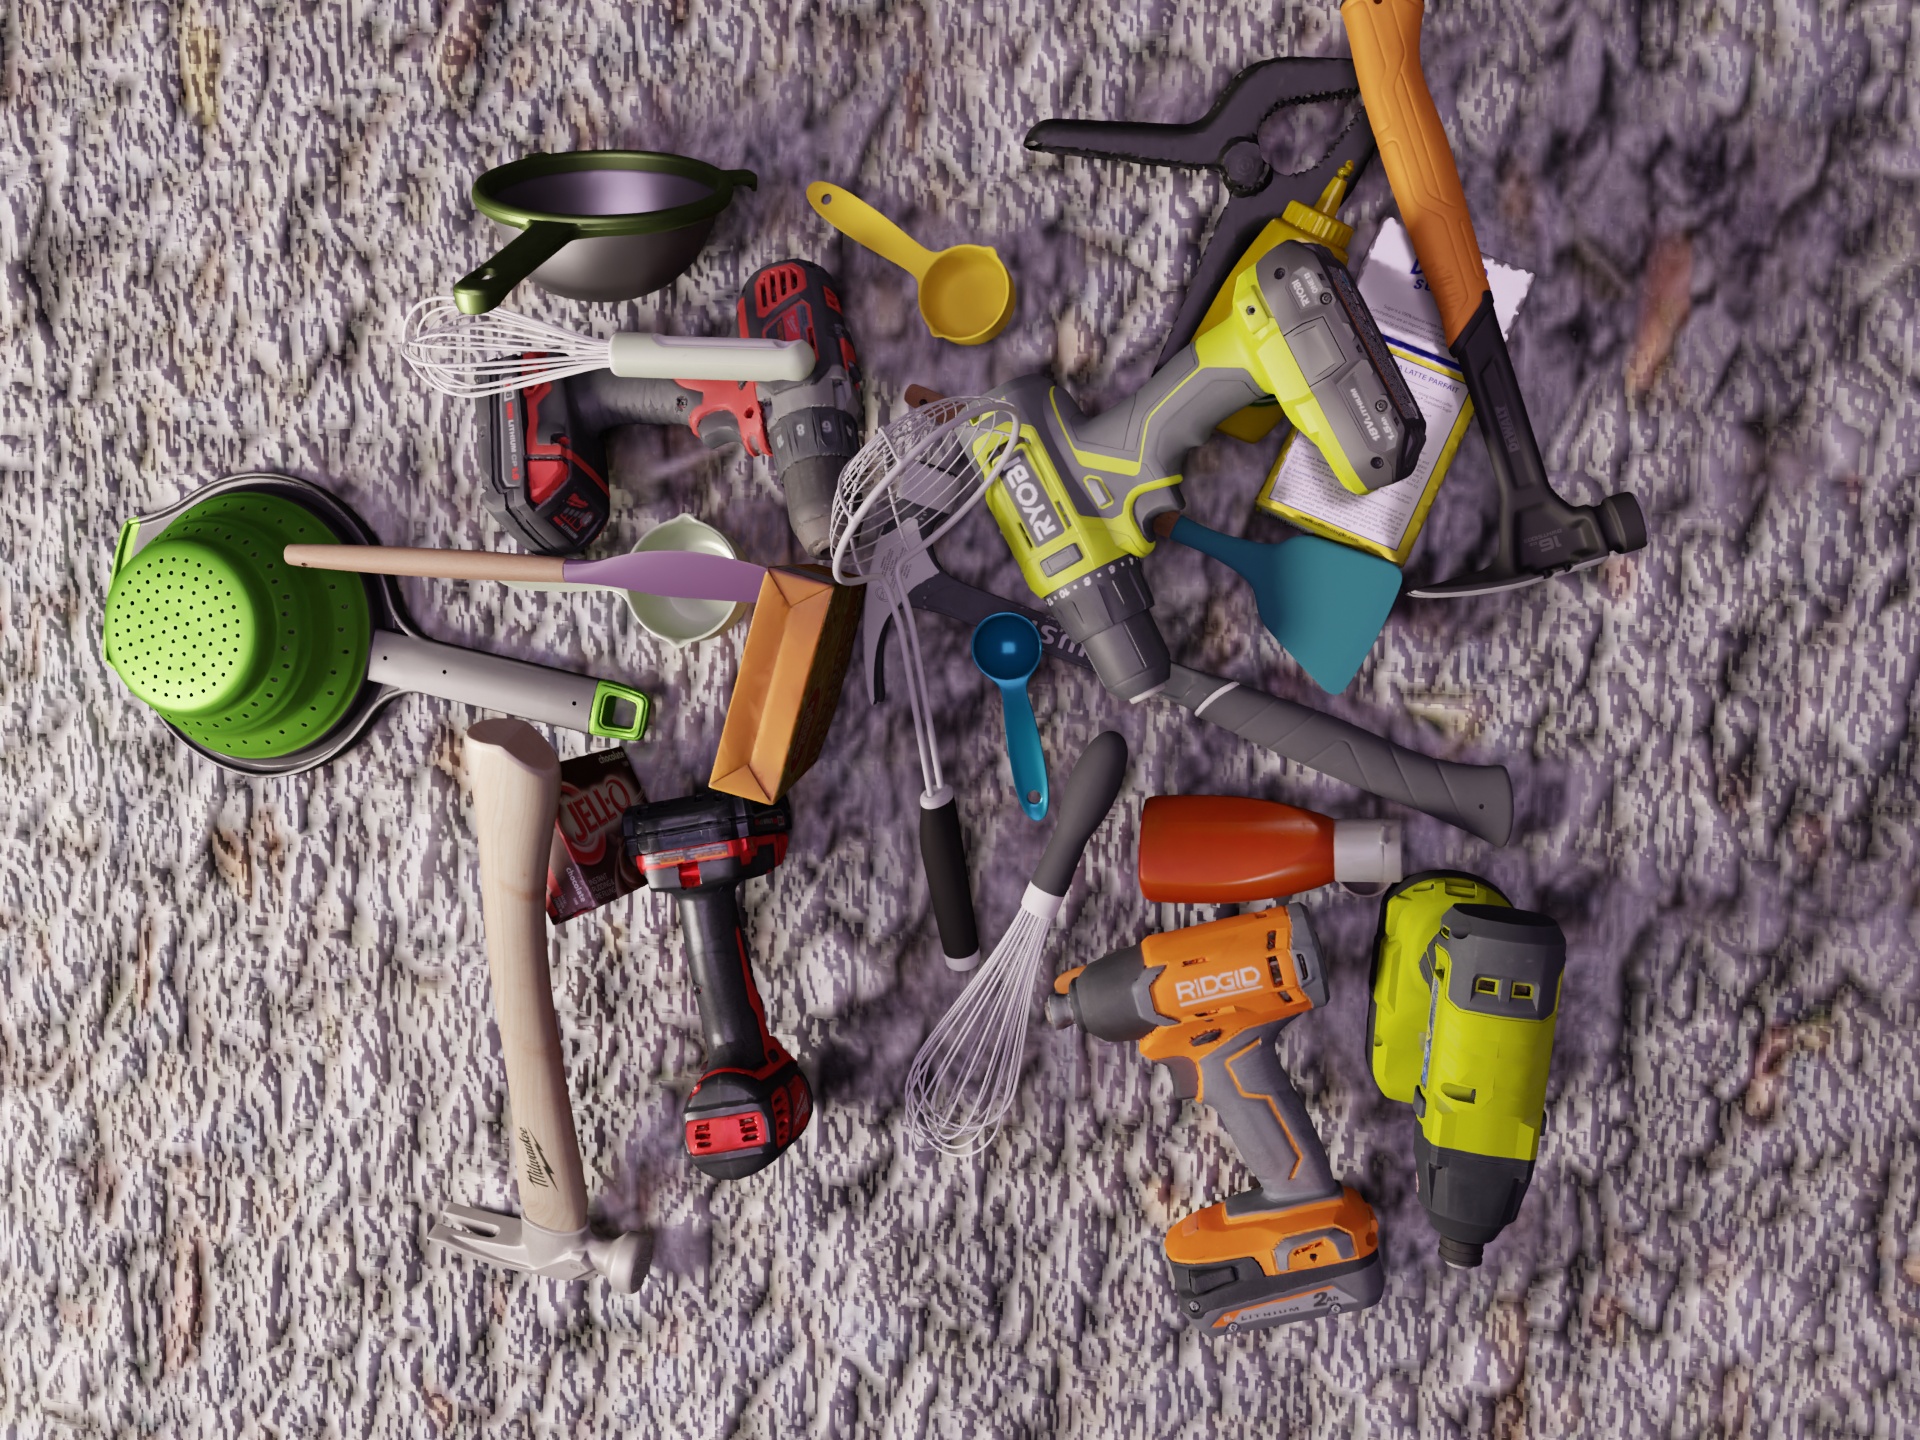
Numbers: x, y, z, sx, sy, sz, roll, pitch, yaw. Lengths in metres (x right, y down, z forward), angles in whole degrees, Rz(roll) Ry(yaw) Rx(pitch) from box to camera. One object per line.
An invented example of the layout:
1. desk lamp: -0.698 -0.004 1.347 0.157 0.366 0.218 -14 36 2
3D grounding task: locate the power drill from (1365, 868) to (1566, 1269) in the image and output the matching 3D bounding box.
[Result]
1. power drill: 0.262 0.170 0.837 0.080 0.223 0.171 7 95 10

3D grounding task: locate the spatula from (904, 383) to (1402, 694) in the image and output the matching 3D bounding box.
1. spatula: 0.101 -0.125 0.931 0.317 0.044 0.082 28 115 12

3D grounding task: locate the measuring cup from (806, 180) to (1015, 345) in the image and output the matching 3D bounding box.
1. measuring cup: -0.031 -0.282 0.965 0.157 0.029 0.062 39 100 18

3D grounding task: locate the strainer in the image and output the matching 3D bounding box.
1. strainer: -0.220 -0.259 0.906 0.151 0.257 0.069 8 125 8

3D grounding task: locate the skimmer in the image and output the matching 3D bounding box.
1. skimmer: -0.001 -0.003 0.886 0.090 0.127 0.363 16 126 39

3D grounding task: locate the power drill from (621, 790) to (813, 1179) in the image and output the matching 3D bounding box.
1. power drill: -0.135 0.154 0.960 0.078 0.143 0.220 -10 86 7

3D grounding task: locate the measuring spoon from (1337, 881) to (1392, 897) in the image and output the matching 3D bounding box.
1. measuring spoon: 0.196 0.086 0.952 0.124 0.018 0.034 4 73 17

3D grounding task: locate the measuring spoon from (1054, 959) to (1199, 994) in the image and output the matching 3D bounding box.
1. measuring spoon: 0.114 0.155 0.971 0.117 0.011 0.021 -10 92 11

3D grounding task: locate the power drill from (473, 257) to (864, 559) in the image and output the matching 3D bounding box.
1. power drill: -0.164 -0.162 0.944 0.226 0.080 0.188 -14 69 9

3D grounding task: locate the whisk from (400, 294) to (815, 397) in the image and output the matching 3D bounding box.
1. whisk: -0.203 -0.210 0.906 0.246 0.058 0.059 4 118 8

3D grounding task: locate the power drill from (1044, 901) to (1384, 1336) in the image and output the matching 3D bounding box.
1. power drill: 0.149 0.232 0.929 0.164 0.084 0.226 -13 92 7

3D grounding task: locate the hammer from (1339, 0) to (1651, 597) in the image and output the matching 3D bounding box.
1. hammer: 0.261 -0.235 0.861 0.127 0.034 0.337 -17 89 8

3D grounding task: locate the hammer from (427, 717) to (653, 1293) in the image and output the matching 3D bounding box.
1. hammer: -0.266 0.180 0.949 0.146 0.038 0.410 9 121 10

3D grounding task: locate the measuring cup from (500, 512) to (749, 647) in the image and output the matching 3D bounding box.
1. measuring cup: -0.211 -0.089 1.003 0.167 0.038 0.083 4 92 14

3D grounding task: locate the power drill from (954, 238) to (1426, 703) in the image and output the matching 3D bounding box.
1. power drill: 0.127 -0.132 0.861 0.228 0.080 0.190 -27 89 27

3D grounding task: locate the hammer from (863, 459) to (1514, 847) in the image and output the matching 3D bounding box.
1. hammer: 0.131 -0.015 0.945 0.409 0.036 0.149 22 99 8

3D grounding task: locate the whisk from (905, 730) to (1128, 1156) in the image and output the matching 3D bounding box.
1. whisk: 0.037 0.136 0.953 0.070 0.070 0.284 25 101 8

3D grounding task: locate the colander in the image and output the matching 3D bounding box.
1. colander: -0.395 -0.042 1.010 0.397 0.094 0.204 13 96 10

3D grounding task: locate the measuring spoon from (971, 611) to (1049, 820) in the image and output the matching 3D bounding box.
1. measuring spoon: 0.036 -0.003 0.942 0.042 0.021 0.128 -8 104 11

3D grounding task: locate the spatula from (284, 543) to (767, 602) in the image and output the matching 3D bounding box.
1. spatula: -0.260 -0.092 0.952 0.316 0.059 0.018 4 67 11
